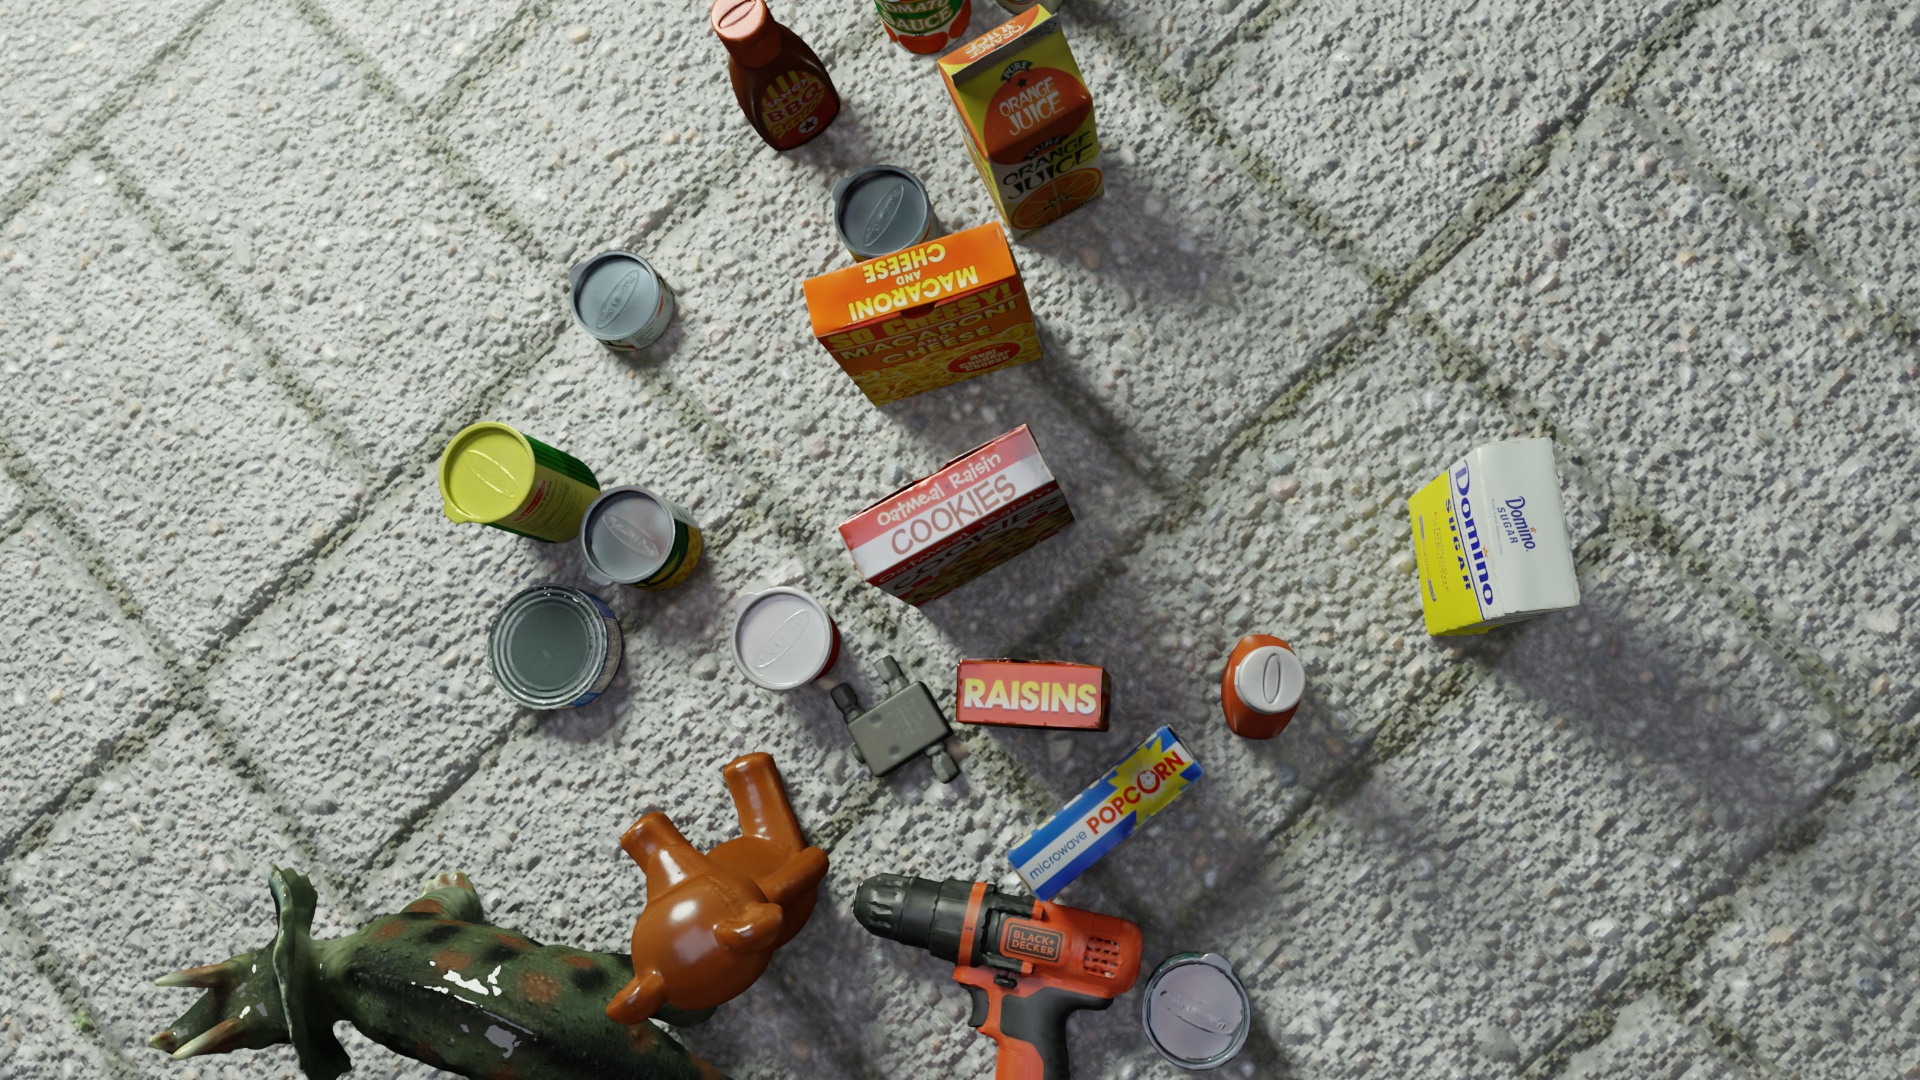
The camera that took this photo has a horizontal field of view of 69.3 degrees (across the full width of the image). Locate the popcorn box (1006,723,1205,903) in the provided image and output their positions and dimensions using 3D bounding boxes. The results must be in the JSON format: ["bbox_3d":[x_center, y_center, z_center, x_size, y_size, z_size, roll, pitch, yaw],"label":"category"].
[{"bbox_3d":[0.090,0.166,0.854,0.126,0.085,0.038,-39,78,1],"label":"popcorn box"}]

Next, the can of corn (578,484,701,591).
[{"bbox_3d":[-0.217,0.002,0.940,0.071,0.058,0.071,-1,81,8],"label":"can of corn"}]

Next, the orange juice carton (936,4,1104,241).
[{"bbox_3d":[0.039,-0.266,0.874,0.072,0.192,0.073,-28,79,4],"label":"orange juice carton"}]

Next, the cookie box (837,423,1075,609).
[{"bbox_3d":[0.003,-0.011,0.853,0.123,0.167,0.040,-29,79,4],"label":"cookie box"}]

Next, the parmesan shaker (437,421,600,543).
[{"bbox_3d":[-0.296,-0.035,0.934,0.071,0.103,0.071,-1,82,9],"label":"parmesan shaker"}]

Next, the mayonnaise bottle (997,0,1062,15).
[{"bbox_3d":[0.036,-0.404,0.919,0.065,0.148,0.041,32,88,12],"label":"mayonnaise bottle"}]

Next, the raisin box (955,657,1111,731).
[{"bbox_3d":[0.048,0.096,0.852,0.086,0.123,0.040,2,82,9],"label":"raisin box"}]

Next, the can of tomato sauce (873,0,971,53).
[{"bbox_3d":[-0.030,-0.384,0.959,0.071,0.083,0.071,-1,81,8],"label":"can of tomato sauce"}]

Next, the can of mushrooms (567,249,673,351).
[{"bbox_3d":[-0.241,-0.170,0.983,0.071,0.033,0.071,-1,81,8],"label":"can of mushrooms"}]

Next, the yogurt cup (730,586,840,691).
[{"bbox_3d":[-0.112,0.066,0.916,0.072,0.054,0.072,-1,81,8],"label":"yogurt cup"}]

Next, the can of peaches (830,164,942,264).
[{"bbox_3d":[-0.050,-0.216,0.949,0.071,0.058,0.071,-1,81,8],"label":"can of peaches"}]

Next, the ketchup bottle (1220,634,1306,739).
[{"bbox_3d":[0.178,0.085,0.821,0.043,0.148,0.065,5,83,9],"label":"ketchup bottle"}]

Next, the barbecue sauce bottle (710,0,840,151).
[{"bbox_3d":[-0.127,-0.316,0.930,0.065,0.148,0.044,-35,78,2],"label":"barbecue sauce bottle"}]

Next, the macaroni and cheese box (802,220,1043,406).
[{"bbox_3d":[-0.017,-0.137,0.876,0.124,0.166,0.040,-16,80,6],"label":"macaroni and cheese box"}]

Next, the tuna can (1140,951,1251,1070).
[{"bbox_3d":[0.146,0.286,0.854,0.071,0.033,0.071,-1,81,8],"label":"tuna can"}]
